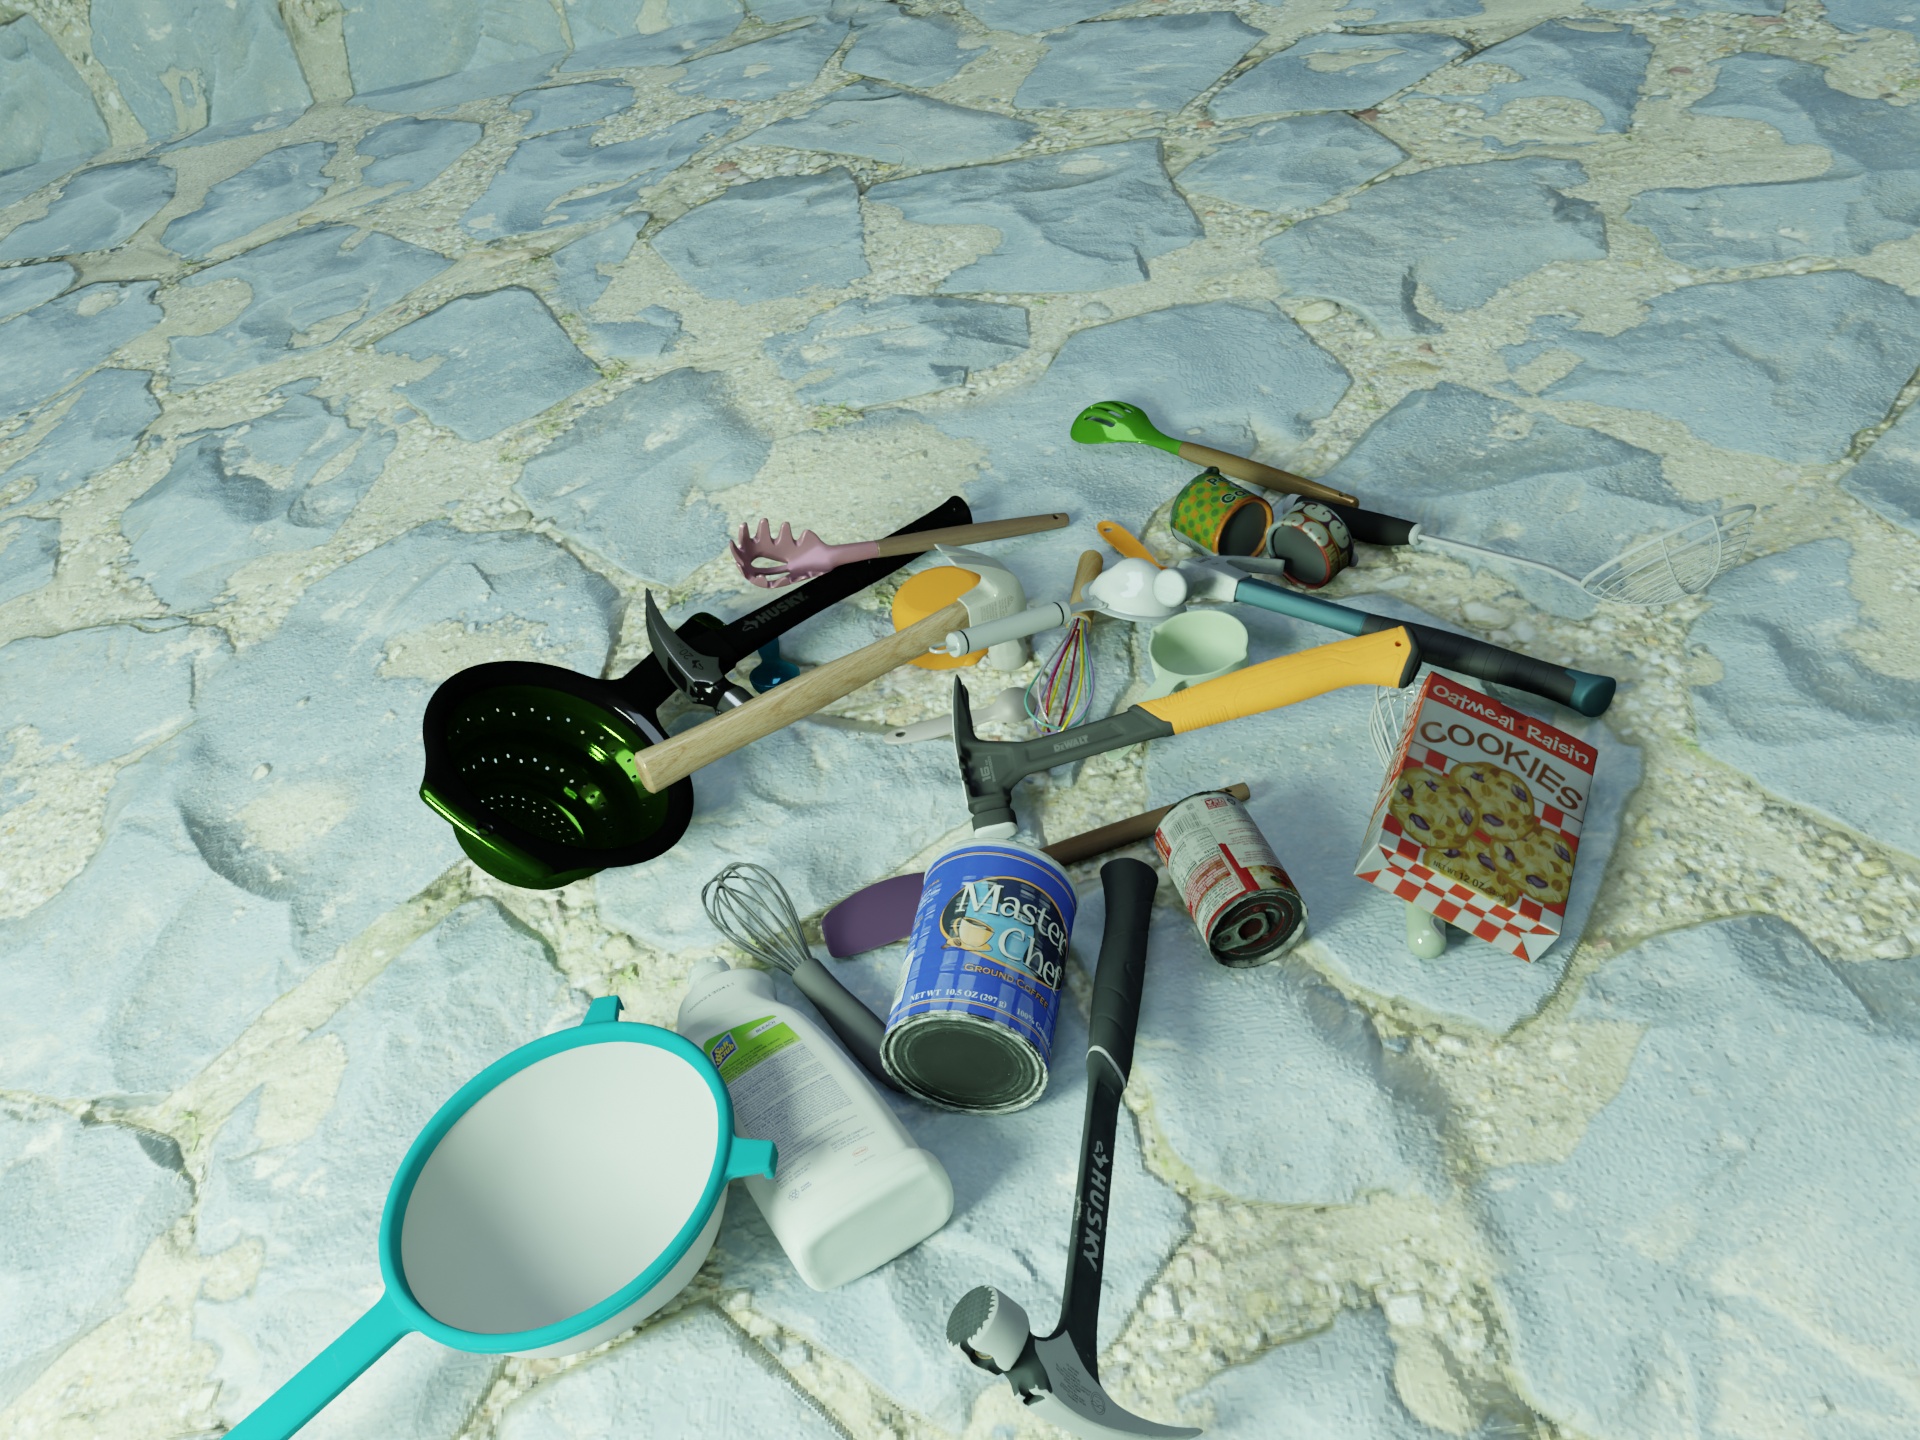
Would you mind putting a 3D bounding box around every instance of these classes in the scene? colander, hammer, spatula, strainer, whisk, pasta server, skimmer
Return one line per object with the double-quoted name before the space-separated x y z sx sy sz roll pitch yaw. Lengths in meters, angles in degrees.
"colander" -0.286 0.022 1.247 0.204 0.094 0.397 35 31 -1
"hammer" 0.159 -0.014 1.139 0.337 0.034 0.127 -16 65 9
"spatula" 0.054 0.098 1.117 0.316 0.018 0.060 -18 40 -3
"strainer" -0.263 0.323 0.899 0.340 0.095 0.211 -40 43 -22
"strainer" 0.085 -0.087 1.238 0.258 0.050 0.087 -18 36 -30
"whisk" -0.100 0.169 1.064 0.055 0.055 0.239 -33 49 -21
"hammer" 0.087 0.219 0.916 0.036 0.149 0.409 -38 20 31
"hammer" -0.115 -0.116 1.355 0.146 0.035 0.335 40 53 22
"hammer" 0.316 -0.066 1.189 0.331 0.033 0.128 21 23 26
"hammer" -0.093 -0.034 1.208 0.331 0.129 0.031 -27 45 -19
"pasta server" -0.046 -0.154 1.356 0.316 0.040 0.060 -11 65 -23
"whisk" 0.089 -0.063 1.275 0.051 0.047 0.245 8 40 7
"whisk" 0.306 0.059 1.075 0.059 0.057 0.247 -32 32 35
"skimmer" 0.423 -0.162 1.251 0.363 0.090 0.127 21 19 37

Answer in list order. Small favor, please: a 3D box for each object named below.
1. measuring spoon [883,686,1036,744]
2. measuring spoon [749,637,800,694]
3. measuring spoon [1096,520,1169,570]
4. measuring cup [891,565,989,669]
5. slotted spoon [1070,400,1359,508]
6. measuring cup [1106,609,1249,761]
"measuring spoon" -0.002 -0.004 1.248 0.124 0.018 0.034 -15 41 1
"measuring spoon" -0.162 -0.052 1.355 0.042 0.021 0.129 -9 31 -8
"measuring spoon" 0.148 -0.145 1.374 0.021 0.011 0.117 -25 38 -11
"measuring cup" -0.051 -0.073 1.313 0.173 0.052 0.095 -23 41 -13
"slotted spoon" 0.225 -0.241 1.446 0.314 0.031 0.070 27 55 36
"measuring cup" 0.160 -0.017 1.205 0.083 0.038 0.168 20 55 33
